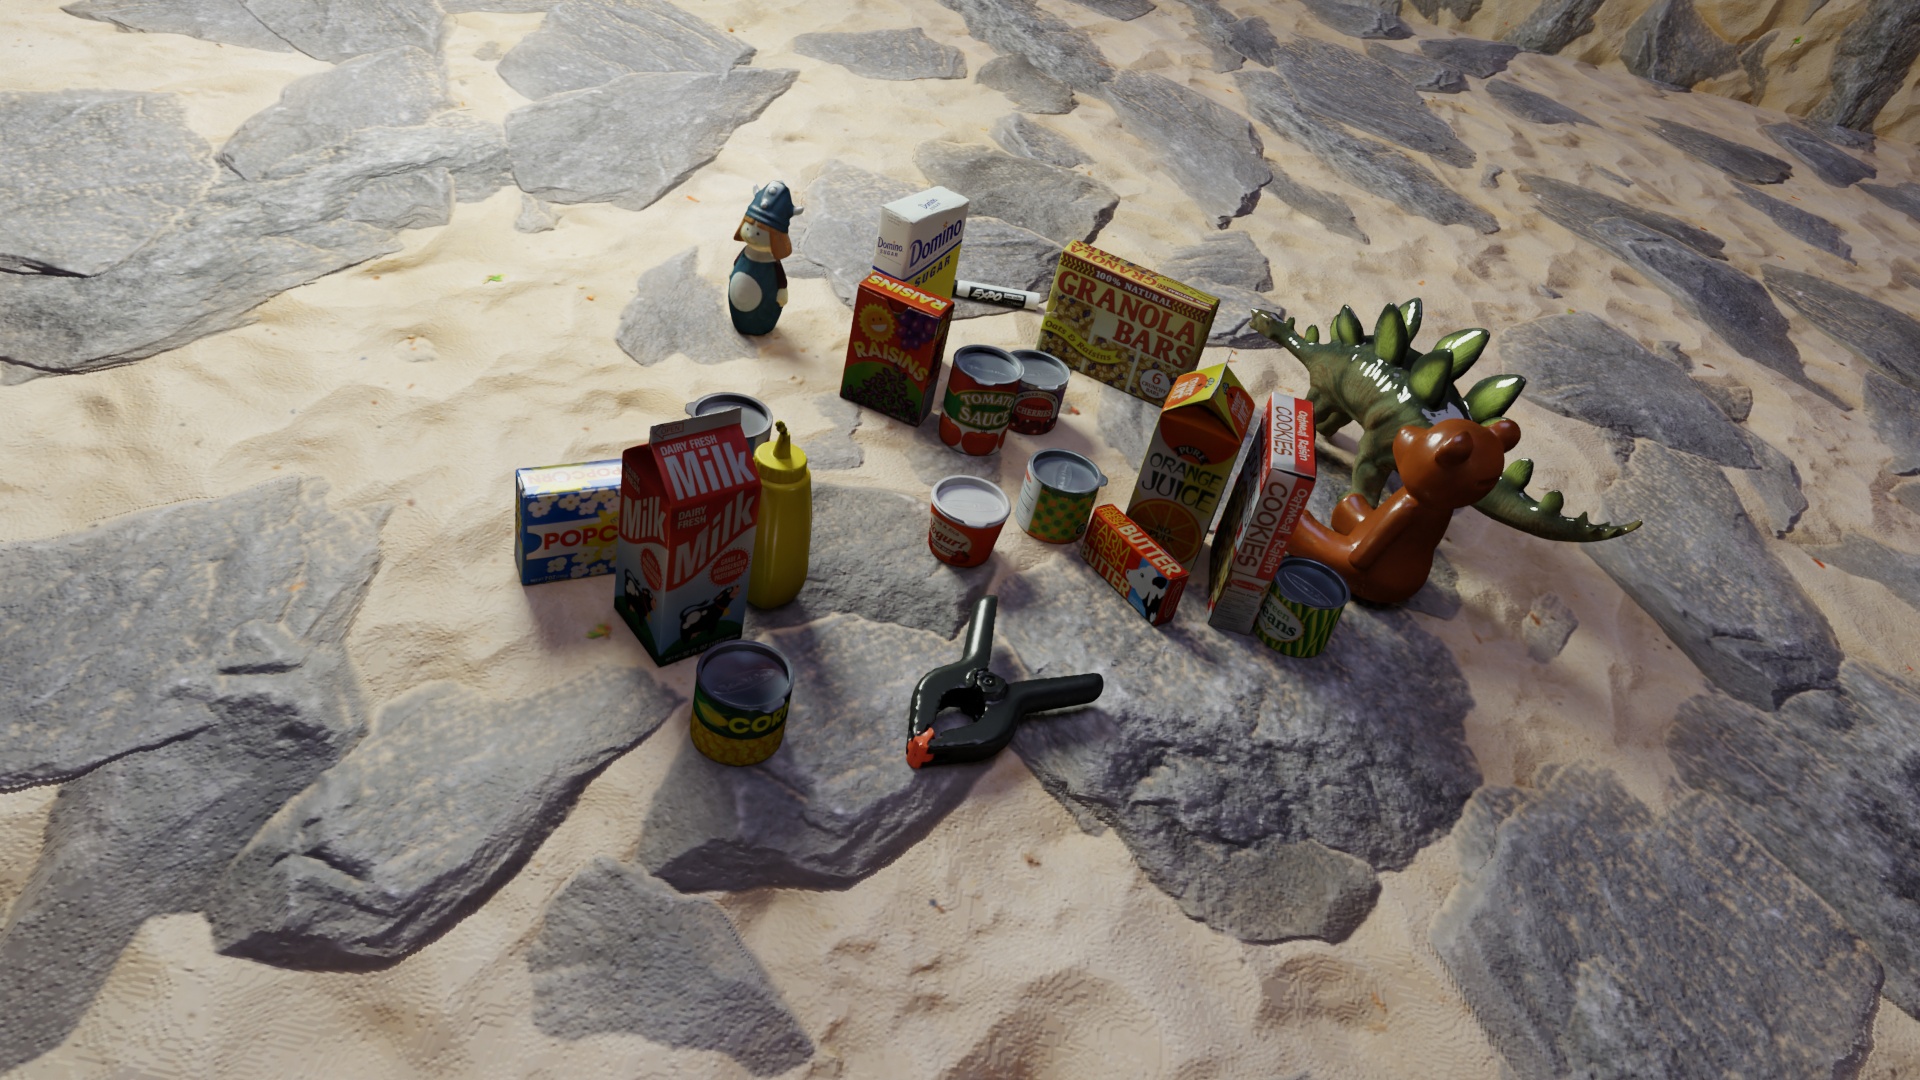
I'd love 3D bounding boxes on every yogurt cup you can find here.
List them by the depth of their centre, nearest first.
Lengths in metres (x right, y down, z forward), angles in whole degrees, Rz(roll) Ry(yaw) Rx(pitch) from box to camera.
[{"bbox_3d":[0.004,-0.015,1.169,0.072,0.053,0.073,9,37,-7],"label":"yogurt cup"}]

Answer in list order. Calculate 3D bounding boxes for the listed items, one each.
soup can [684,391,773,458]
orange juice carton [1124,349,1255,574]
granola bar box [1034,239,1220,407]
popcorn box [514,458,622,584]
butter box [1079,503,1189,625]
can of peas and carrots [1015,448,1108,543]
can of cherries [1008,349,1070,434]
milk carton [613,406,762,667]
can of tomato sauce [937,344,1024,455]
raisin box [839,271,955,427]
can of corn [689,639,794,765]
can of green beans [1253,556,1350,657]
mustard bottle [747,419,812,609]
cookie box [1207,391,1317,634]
[{"bbox_3d":[-0.196,-0.071,1.150,0.071,0.083,0.072,9,37,-7],"label":"soup can"},{"bbox_3d":[0.197,-0.069,1.188,0.073,0.191,0.072,22,37,9],"label":"orange juice carton"},{"bbox_3d":[0.169,-0.221,1.430,0.166,0.123,0.039,25,38,14],"label":"granola bar box"},{"bbox_3d":[-0.271,-0.017,1.054,0.127,0.084,0.038,-8,43,-27],"label":"popcorn box"},{"bbox_3d":[0.145,0.019,1.174,0.024,0.052,0.104,-16,46,-34],"label":"butter box"},{"bbox_3d":[0.088,-0.039,1.224,0.071,0.058,0.071,9,37,-7],"label":"can of peas and carrots"},{"bbox_3d":[0.068,-0.143,1.351,0.071,0.058,0.072,9,37,-7],"label":"can of cherries"},{"bbox_3d":[-0.194,-0.010,0.984,0.072,0.189,0.073,-18,48,-36],"label":"milk carton"},{"bbox_3d":[0.018,-0.130,1.297,0.071,0.082,0.071,9,37,-7],"label":"can of tomato sauce"},{"bbox_3d":[-0.061,-0.178,1.300,0.086,0.122,0.040,24,38,12],"label":"raisin box"},{"bbox_3d":[-0.149,0.113,0.951,0.071,0.058,0.071,9,37,-7],"label":"can of corn"},{"bbox_3d":[0.286,0.056,1.170,0.071,0.057,0.071,9,37,-7],"label":"can of green beans"},{"bbox_3d":[-0.140,-0.024,1.045,0.049,0.159,0.065,-21,50,-38],"label":"mustard bottle"},{"bbox_3d":[0.253,-0.023,1.170,0.040,0.166,0.123,16,37,1],"label":"cookie box"}]
